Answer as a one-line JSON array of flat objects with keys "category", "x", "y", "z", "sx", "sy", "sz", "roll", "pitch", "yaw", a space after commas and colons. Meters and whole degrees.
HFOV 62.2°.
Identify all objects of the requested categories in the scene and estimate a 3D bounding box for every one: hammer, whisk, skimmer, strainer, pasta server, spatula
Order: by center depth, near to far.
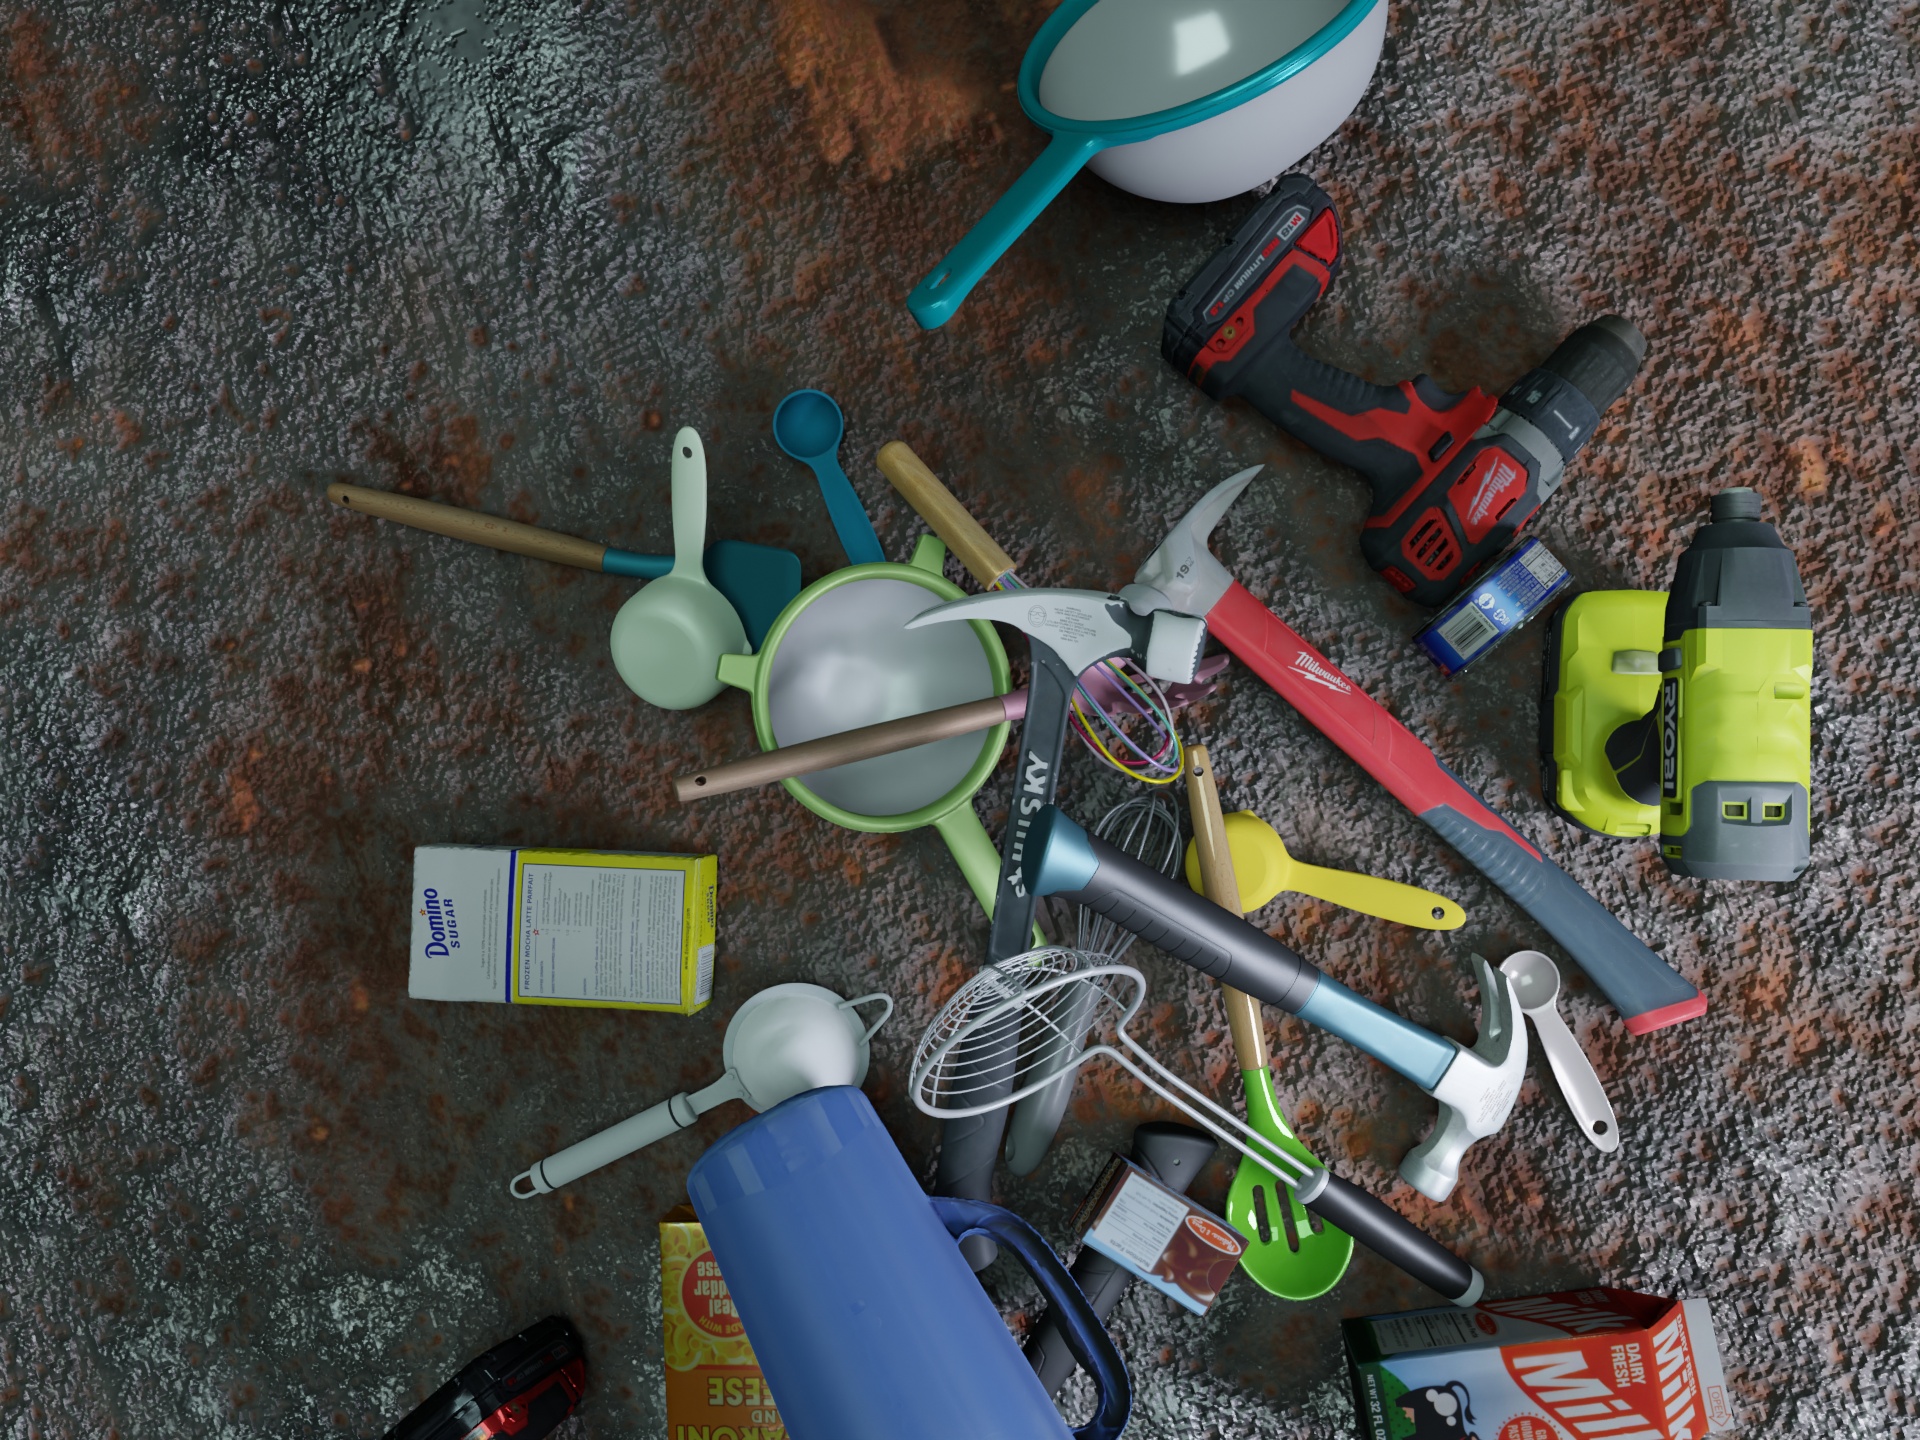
[{"category": "skimmer", "x": 0.137, "y": 0.230, "z": 0.814, "sx": 0.363, "sy": 0.090, "sz": 0.127, "roll": 36, "pitch": 116, "yaw": -14}, {"category": "hammer", "x": 0.166, "y": 0.135, "z": 0.825, "sx": 0.330, "sy": 0.033, "sz": 0.128, "roll": 30, "pitch": 95, "yaw": -21}, {"category": "strainer", "x": 0.103, "y": -0.304, "z": 0.852, "sx": 0.340, "sy": 0.095, "sz": 0.211, "roll": -49, "pitch": 44, "yaw": -13}, {"category": "hammer", "x": 0.020, "y": 0.124, "z": 0.853, "sx": 0.149, "sy": 0.036, "sz": 0.408, "roll": 13, "pitch": 109, "yaw": 12}, {"category": "whisk", "x": 0.035, "y": -0.061, "z": 0.862, "sx": 0.047, "sy": 0.051, "sz": 0.245, "roll": -38, "pitch": 78, "yaw": -13}, {"category": "pasta server", "x": -0.001, "y": -0.003, "z": 0.869, "sx": 0.316, "sy": 0.040, "sz": 0.060, "roll": -14, "pitch": 74, "yaw": -18}, {"category": "hammer", "x": 0.260, "y": 0.024, "z": 0.875, "sx": 0.386, "sy": 0.038, "sz": 0.143, "roll": 41, "pitch": 57, "yaw": -1}, {"category": "hammer", "x": 0.046, "y": 0.372, "z": 0.889, "sx": 0.146, "sy": 0.035, "sz": 0.335, "roll": 33, "pitch": 86, "yaw": -7}, {"category": "whisk", "x": 0.073, "y": 0.150, "z": 0.904, "sx": 0.055, "sy": 0.055, "sz": 0.239, "roll": 20, "pitch": 95, "yaw": 8}, {"category": "strainer", "x": -0.025, "y": 0.032, "z": 0.918, "sx": 0.151, "sy": 0.069, "sz": 0.256, "roll": -33, "pitch": 102, "yaw": -17}, {"category": "strainer", "x": -0.156, "y": 0.228, "z": 0.935, "sx": 0.258, "sy": 0.050, "sz": 0.087, "roll": -27, "pitch": 99, "yaw": 9}, {"category": "spatula", "x": -0.240, "y": -0.101, "z": 0.952, "sx": 0.317, "sy": 0.044, "sz": 0.082, "roll": 14, "pitch": 116, "yaw": 9}]

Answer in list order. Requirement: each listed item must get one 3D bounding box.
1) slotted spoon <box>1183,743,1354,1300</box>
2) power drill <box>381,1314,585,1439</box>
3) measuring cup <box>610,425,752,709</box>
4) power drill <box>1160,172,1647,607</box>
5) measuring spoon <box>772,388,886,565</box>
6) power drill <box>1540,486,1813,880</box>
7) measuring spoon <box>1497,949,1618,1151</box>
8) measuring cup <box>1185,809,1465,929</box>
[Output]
[{"category": "slotted spoon", "x": 0.160, "y": 0.166, "z": 0.882, "sx": 0.070, "sy": 0.031, "sz": 0.314, "roll": -11, "pitch": 95, "yaw": 6}, {"category": "power drill", "x": -0.211, "y": 0.455, "z": 0.889, "sx": 0.078, "sy": 0.143, "sz": 0.220, "roll": -41, "pitch": 77, "yaw": 6}, {"category": "measuring cup", "x": -0.161, "y": -0.081, "z": 0.896, "sx": 0.083, "sy": 0.038, "sz": 0.167, "roll": 14, "pitch": 120, "yaw": 14}, {"category": "power drill", "x": 0.244, "y": -0.199, "z": 0.880, "sx": 0.227, "sy": 0.080, "sz": 0.188, "roll": 43, "pitch": 94, "yaw": 4}, {"category": "measuring spoon", "x": -0.072, "y": -0.136, "z": 0.950, "sx": 0.042, "sy": 0.021, "sz": 0.128, "roll": -23, "pitch": 94, "yaw": 5}, {"category": "power drill", "x": 0.352, "y": -0.014, "z": 0.783, "sx": 0.080, "sy": 0.223, "sz": 0.171, "roll": 1, "pitch": 88, "yaw": 7}, {"category": "measuring spoon", "x": 0.334, "y": 0.184, "z": 0.887, "sx": 0.034, "sy": 0.018, "sz": 0.124, "roll": -26, "pitch": 92, "yaw": 6}, {"category": "measuring cup", "x": 0.201, "y": 0.092, "z": 0.884, "sx": 0.156, "sy": 0.029, "sz": 0.062, "roll": 13, "pitch": 94, "yaw": 18}]
